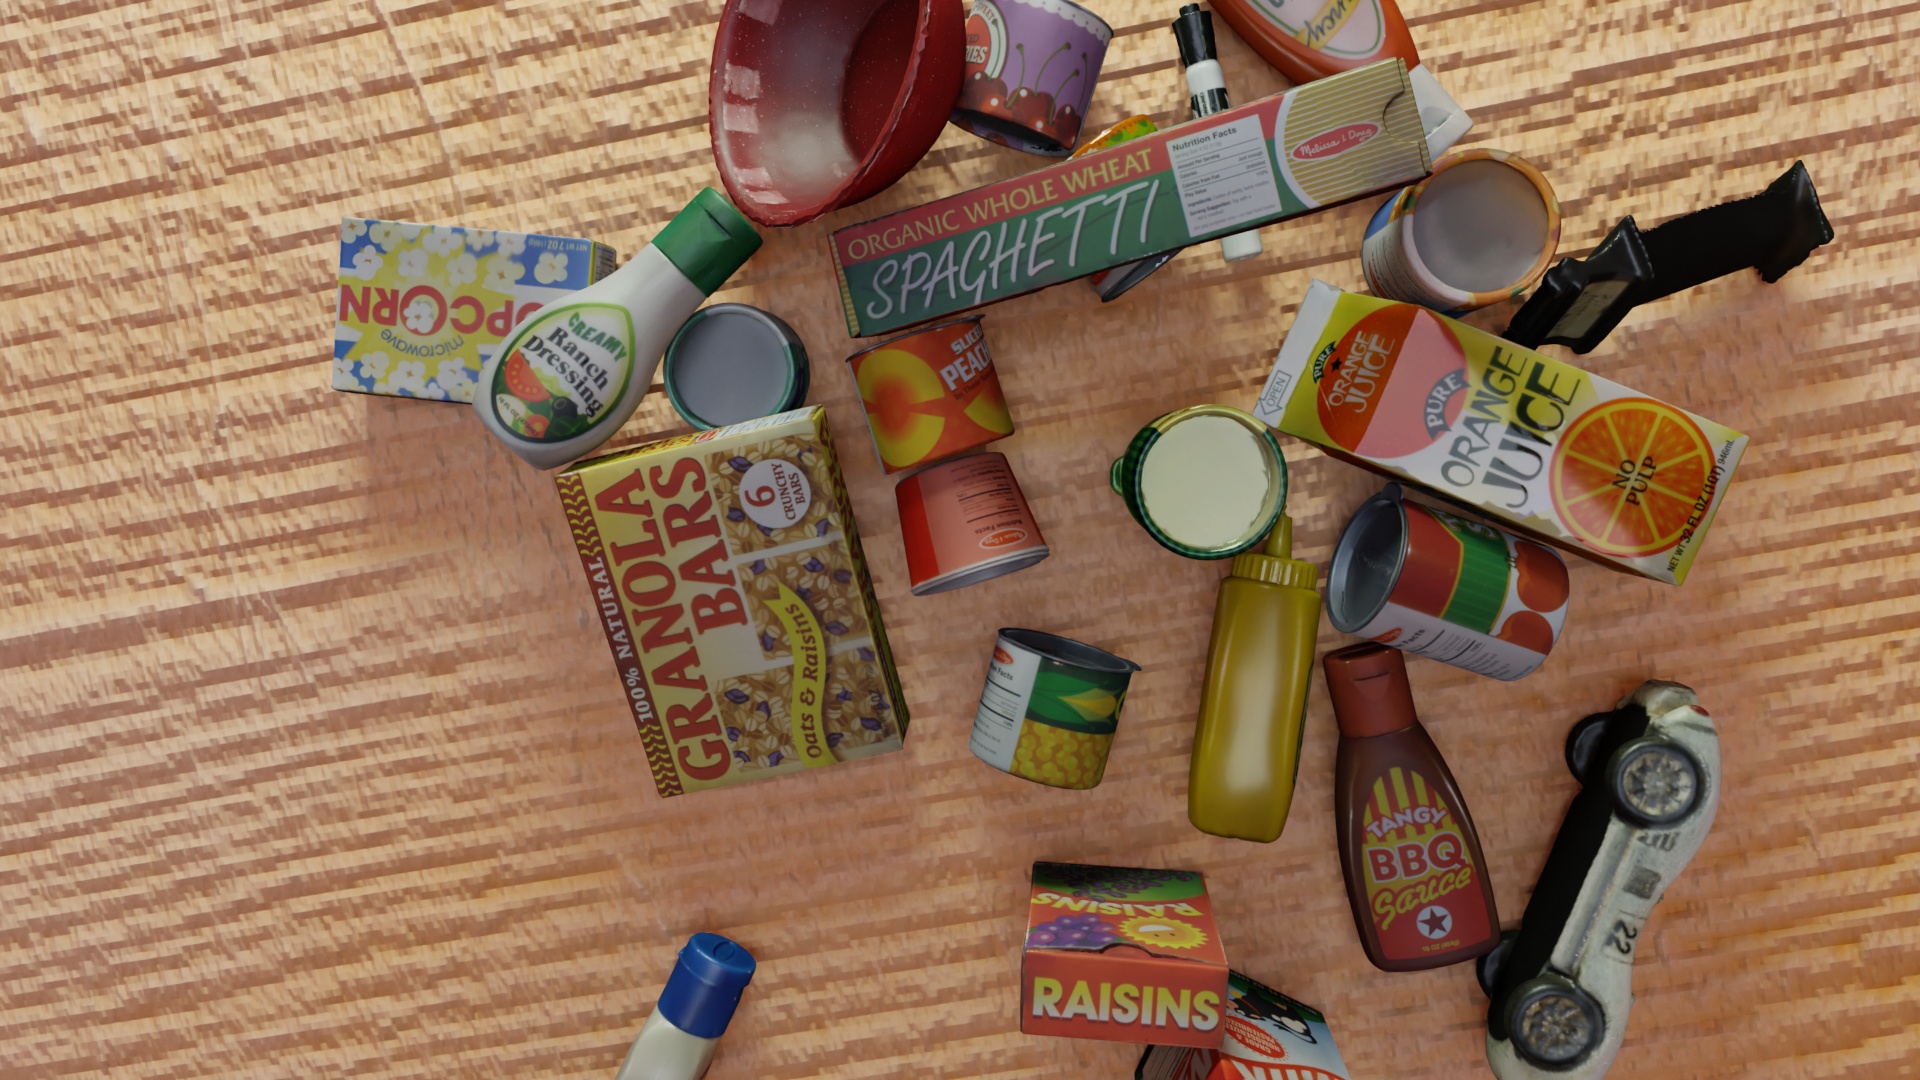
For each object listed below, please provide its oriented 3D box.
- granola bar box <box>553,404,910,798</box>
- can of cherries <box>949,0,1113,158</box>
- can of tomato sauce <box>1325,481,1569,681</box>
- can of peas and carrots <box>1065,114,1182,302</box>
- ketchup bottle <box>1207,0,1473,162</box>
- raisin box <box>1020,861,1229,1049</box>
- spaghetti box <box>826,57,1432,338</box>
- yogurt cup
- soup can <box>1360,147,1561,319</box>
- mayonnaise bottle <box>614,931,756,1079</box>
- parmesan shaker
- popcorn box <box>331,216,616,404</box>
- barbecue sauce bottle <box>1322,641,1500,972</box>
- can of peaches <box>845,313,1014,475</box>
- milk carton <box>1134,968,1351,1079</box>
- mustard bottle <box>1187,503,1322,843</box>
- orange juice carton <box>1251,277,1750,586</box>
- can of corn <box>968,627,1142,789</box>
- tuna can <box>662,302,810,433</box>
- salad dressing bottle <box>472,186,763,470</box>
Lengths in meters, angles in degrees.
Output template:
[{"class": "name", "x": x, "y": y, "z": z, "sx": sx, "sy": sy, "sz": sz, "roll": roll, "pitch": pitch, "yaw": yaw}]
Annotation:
[{"class": "granola bar box", "x": -0.104, "y": 0.030, "z": 0.658, "sx": 0.124, "sy": 0.039, "sz": 0.165, "roll": -13, "pitch": 105, "yaw": 6}, {"class": "can of cherries", "x": 0.027, "y": -0.214, "z": 0.635, "sx": 0.071, "sy": 0.071, "sz": 0.058, "roll": 18, "pitch": 96, "yaw": 3}, {"class": "can of tomato sauce", "x": 0.219, "y": 0.019, "z": 0.626, "sx": 0.083, "sy": 0.071, "sz": 0.071, "roll": 17, "pitch": 95, "yaw": -10}, {"class": "can of peas and carrots", "x": 0.077, "y": -0.153, "z": 0.637, "sx": 0.071, "sy": 0.071, "sz": 0.058, "roll": -36, "pitch": 90, "yaw": 6}, {"class": "ketchup bottle", "x": 0.171, "y": -0.233, "z": 0.635, "sx": 0.064, "sy": 0.043, "sz": 0.149, "roll": -42, "pitch": 90, "yaw": 6}, {"class": "raisin box", "x": 0.072, "y": 0.183, "z": 0.627, "sx": 0.086, "sy": 0.123, "sz": 0.040, "roll": 4, "pitch": 95, "yaw": 5}, {"class": "spaghetti box", "x": 0.066, "y": -0.141, "z": 0.589, "sx": 0.250, "sy": 0.029, "sz": 0.050, "roll": -14, "pitch": 94, "yaw": 14}, {"class": "yogurt cup", "x": 0.002, "y": -0.008, "z": 0.653, "sx": 0.072, "sy": 0.072, "sz": 0.054, "roll": -18, "pitch": 84, "yaw": 6}, {"class": "soup can", "x": 0.222, "y": -0.135, "z": 0.616, "sx": 0.071, "sy": 0.084, "sz": 0.071, "roll": 0, "pitch": 93, "yaw": 5}, {"class": "mayonnaise bottle", "x": -0.148, "y": 0.267, "z": 0.682, "sx": 0.041, "sy": 0.065, "sz": 0.148, "roll": 27, "pitch": 92, "yaw": 4}, {"class": "parmesan shaker", "x": 0.104, "y": -0.027, "z": 0.622, "sx": 0.071, "sy": 0.103, "sz": 0.071, "roll": 0, "pitch": 94, "yaw": 5}, {"class": "popcorn box", "x": -0.236, "y": -0.108, "z": 0.678, "sx": 0.127, "sy": 0.038, "sz": 0.085, "roll": 6, "pitch": 95, "yaw": 4}, {"class": "barbecue sauce bottle", "x": 0.205, "y": 0.123, "z": 0.652, "sx": 0.065, "sy": 0.044, "sz": 0.148, "roll": -14, "pitch": 92, "yaw": 7}, {"class": "can of peaches", "x": -0.012, "y": -0.067, "z": 0.647, "sx": 0.071, "sy": 0.071, "sz": 0.058, "roll": -17, "pitch": 93, "yaw": 6}, {"class": "milk carton", "x": 0.125, "y": 0.256, "z": 0.593, "sx": 0.072, "sy": 0.191, "sz": 0.073, "roll": 26, "pitch": 96, "yaw": 3}, {"class": "mustard bottle", "x": 0.139, "y": 0.057, "z": 0.645, "sx": 0.049, "sy": 0.065, "sz": 0.160, "roll": 9, "pitch": 90, "yaw": 8}, {"class": "orange juice carton", "x": 0.234, "y": -0.051, "z": 0.625, "sx": 0.193, "sy": 0.073, "sz": 0.071, "roll": 23, "pitch": 95, "yaw": 3}, {"class": "can of corn", "x": 0.044, "y": 0.079, "z": 0.653, "sx": 0.071, "sy": 0.071, "sz": 0.058, "roll": 16, "pitch": 96, "yaw": 4}, {"class": "tuna can", "x": -0.109, "y": -0.079, "z": 0.672, "sx": 0.071, "sy": 0.033, "sz": 0.071, "roll": 0, "pitch": 93, "yaw": 5}, {"class": "salad dressing bottle", "x": -0.155, "y": -0.098, "z": 0.635, "sx": 0.064, "sy": 0.044, "sz": 0.148, "roll": 45, "pitch": 88, "yaw": -5}]
